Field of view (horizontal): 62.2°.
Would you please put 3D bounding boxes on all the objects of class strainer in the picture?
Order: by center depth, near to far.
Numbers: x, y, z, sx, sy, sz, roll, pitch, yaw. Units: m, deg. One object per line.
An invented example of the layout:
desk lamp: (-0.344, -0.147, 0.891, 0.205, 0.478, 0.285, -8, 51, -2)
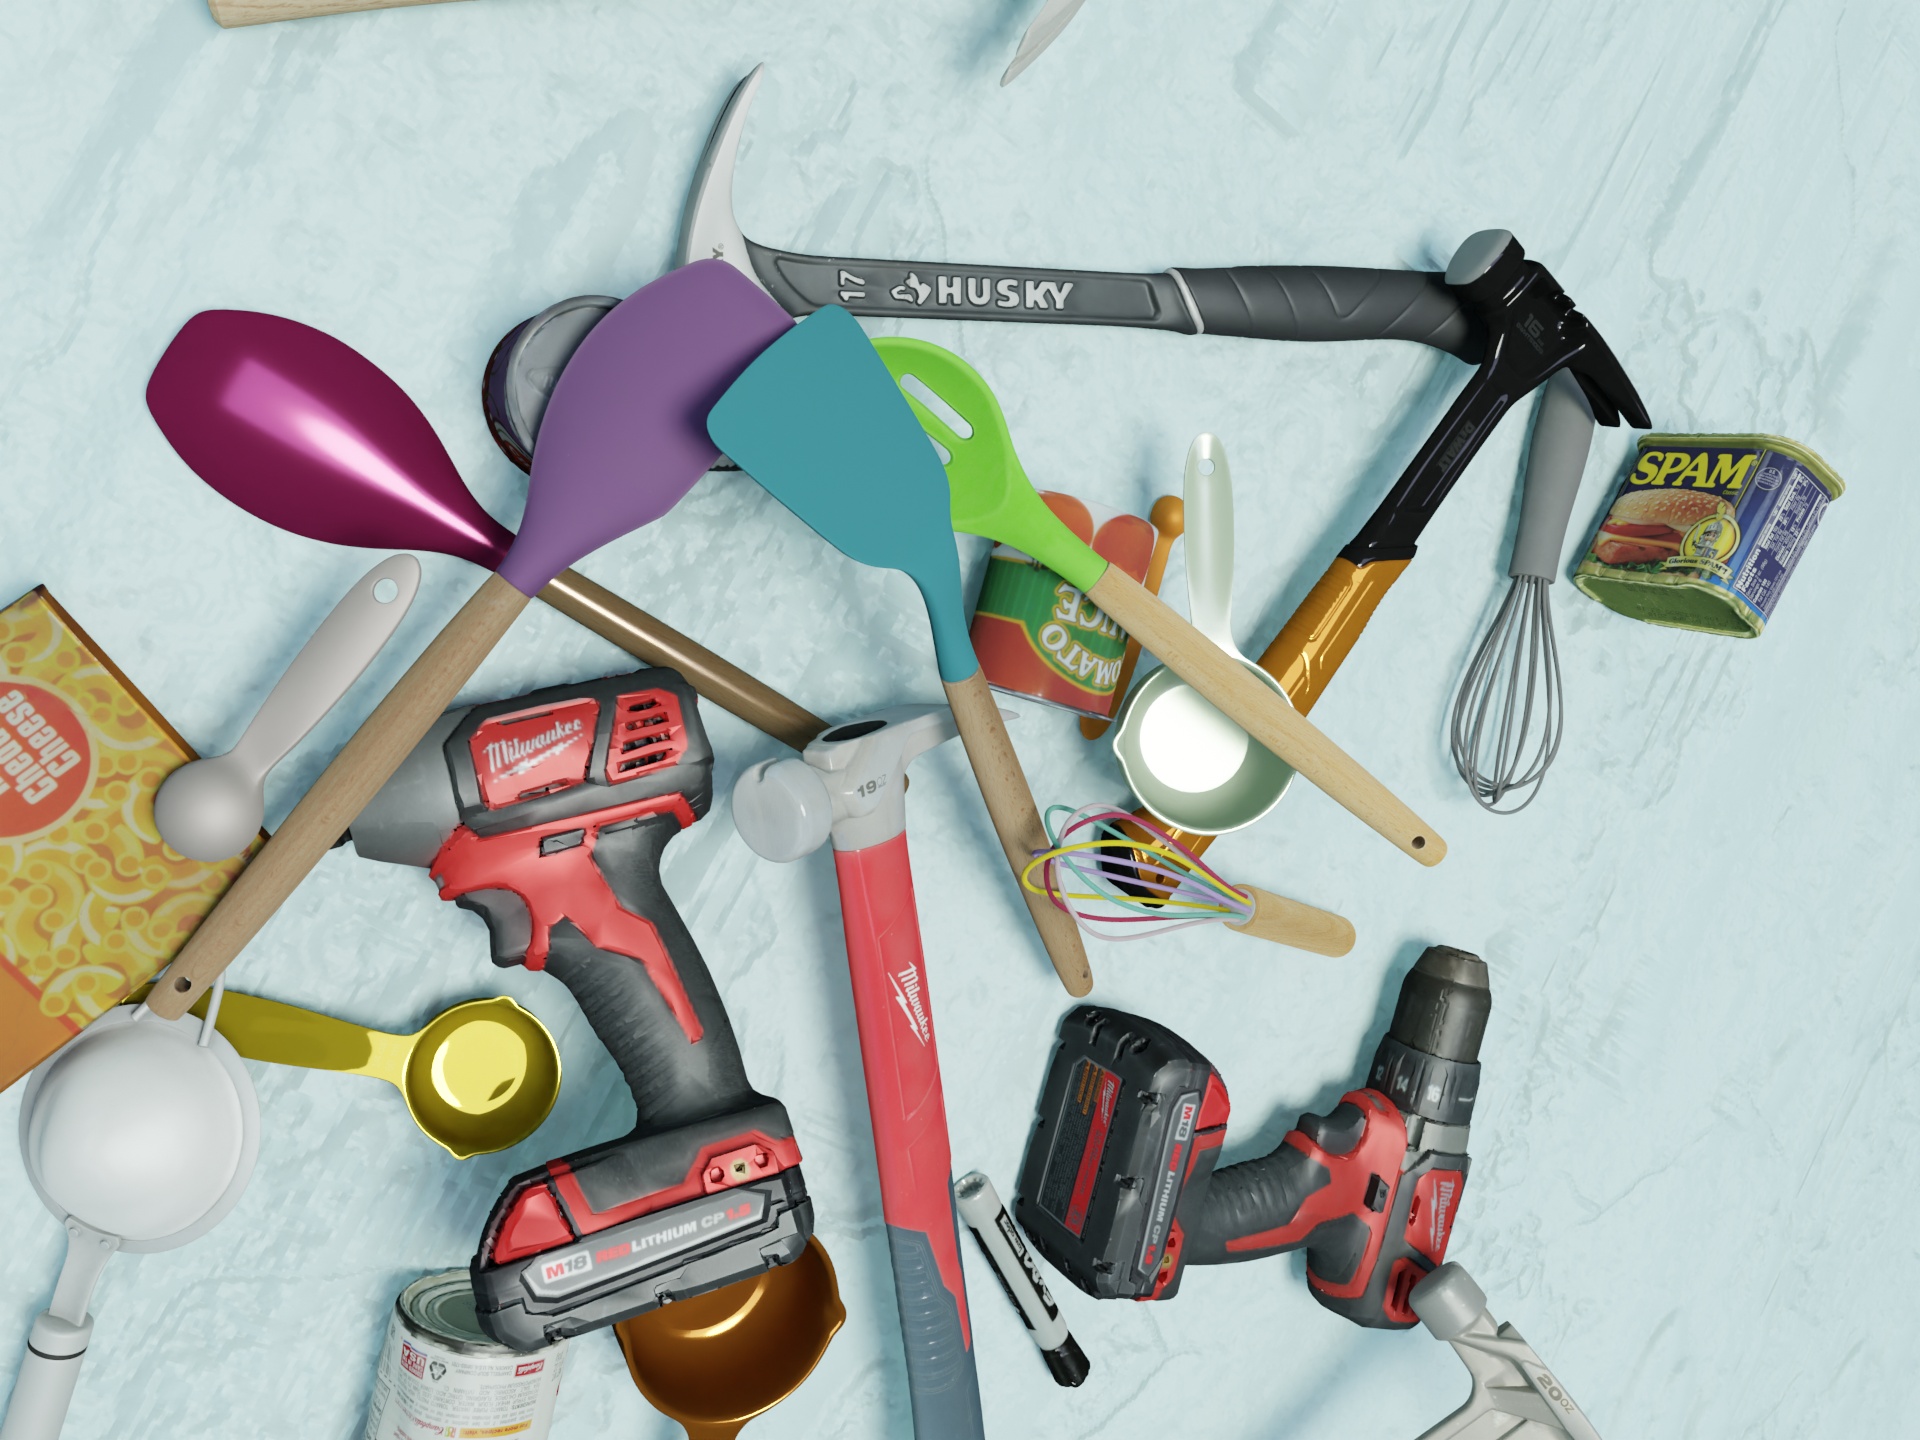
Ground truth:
strainer: (-0.308, 0.205, 0.549, 0.087, 0.050, 0.258, 20, 95, 4)

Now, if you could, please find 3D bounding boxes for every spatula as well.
spatula: (-0.170, -0.028, 0.539, 0.059, 0.018, 0.316, 39, 87, -12)
spatula: (-0.001, -0.002, 0.612, 0.082, 0.044, 0.317, -53, 137, -36)

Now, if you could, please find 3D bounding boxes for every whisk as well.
whisk: (0.107, 0.078, 0.692, 0.244, 0.051, 0.047, 21, 112, -48)
whisk: (0.286, -0.071, 0.786, 0.055, 0.055, 0.239, 14, 87, -26)

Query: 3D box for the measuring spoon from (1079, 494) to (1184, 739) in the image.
measuring spoon: (0.079, -0.046, 0.711, 0.021, 0.011, 0.117, 21, 88, -26)

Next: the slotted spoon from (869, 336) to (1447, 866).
slotted spoon: (0.071, -0.038, 0.620, 0.313, 0.031, 0.070, 38, 104, -10)

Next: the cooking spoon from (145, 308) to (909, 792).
cooking spoon: (-0.146, -0.048, 0.603, 0.318, 0.017, 0.069, 32, 89, -26)

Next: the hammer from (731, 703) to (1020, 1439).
hammer: (-0.008, 0.186, 0.663, 0.143, 0.038, 0.386, -22, 110, -50)

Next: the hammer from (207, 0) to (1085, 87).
hammer: (-0.096, -0.280, 0.572, 0.331, 0.031, 0.130, -14, 79, -18)

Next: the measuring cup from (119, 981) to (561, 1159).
measuring cup: (-0.227, 0.120, 0.591, 0.156, 0.029, 0.062, 16, 82, -14)

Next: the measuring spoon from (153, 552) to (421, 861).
measuring spoon: (-0.219, -0.006, 0.519, 0.034, 0.018, 0.124, 38, 87, 0)

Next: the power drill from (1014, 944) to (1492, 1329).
power drill: (0.154, 0.187, 0.746, 0.226, 0.080, 0.188, 14, 92, -29)

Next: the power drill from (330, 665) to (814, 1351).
power drill: (-0.141, 0.096, 0.566, 0.143, 0.078, 0.220, -13, 80, -19)

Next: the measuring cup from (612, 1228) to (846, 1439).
measuring cup: (-0.107, 0.273, 0.650, 0.095, 0.052, 0.173, 9, 95, -26)

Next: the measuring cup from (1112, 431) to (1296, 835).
measuring cup: (0.102, -0.036, 0.675, 0.083, 0.038, 0.167, -1, 91, -4)

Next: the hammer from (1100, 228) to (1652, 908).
hammer: (0.181, -0.052, 0.726, 0.127, 0.034, 0.337, 38, 88, -25)

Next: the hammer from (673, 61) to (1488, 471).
hammer: (0.077, -0.185, 0.680, 0.408, 0.036, 0.149, -5, 98, -25)

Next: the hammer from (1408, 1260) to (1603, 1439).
hammer: (0.132, 0.412, 0.724, 0.359, 0.036, 0.149, -36, 77, 1)
